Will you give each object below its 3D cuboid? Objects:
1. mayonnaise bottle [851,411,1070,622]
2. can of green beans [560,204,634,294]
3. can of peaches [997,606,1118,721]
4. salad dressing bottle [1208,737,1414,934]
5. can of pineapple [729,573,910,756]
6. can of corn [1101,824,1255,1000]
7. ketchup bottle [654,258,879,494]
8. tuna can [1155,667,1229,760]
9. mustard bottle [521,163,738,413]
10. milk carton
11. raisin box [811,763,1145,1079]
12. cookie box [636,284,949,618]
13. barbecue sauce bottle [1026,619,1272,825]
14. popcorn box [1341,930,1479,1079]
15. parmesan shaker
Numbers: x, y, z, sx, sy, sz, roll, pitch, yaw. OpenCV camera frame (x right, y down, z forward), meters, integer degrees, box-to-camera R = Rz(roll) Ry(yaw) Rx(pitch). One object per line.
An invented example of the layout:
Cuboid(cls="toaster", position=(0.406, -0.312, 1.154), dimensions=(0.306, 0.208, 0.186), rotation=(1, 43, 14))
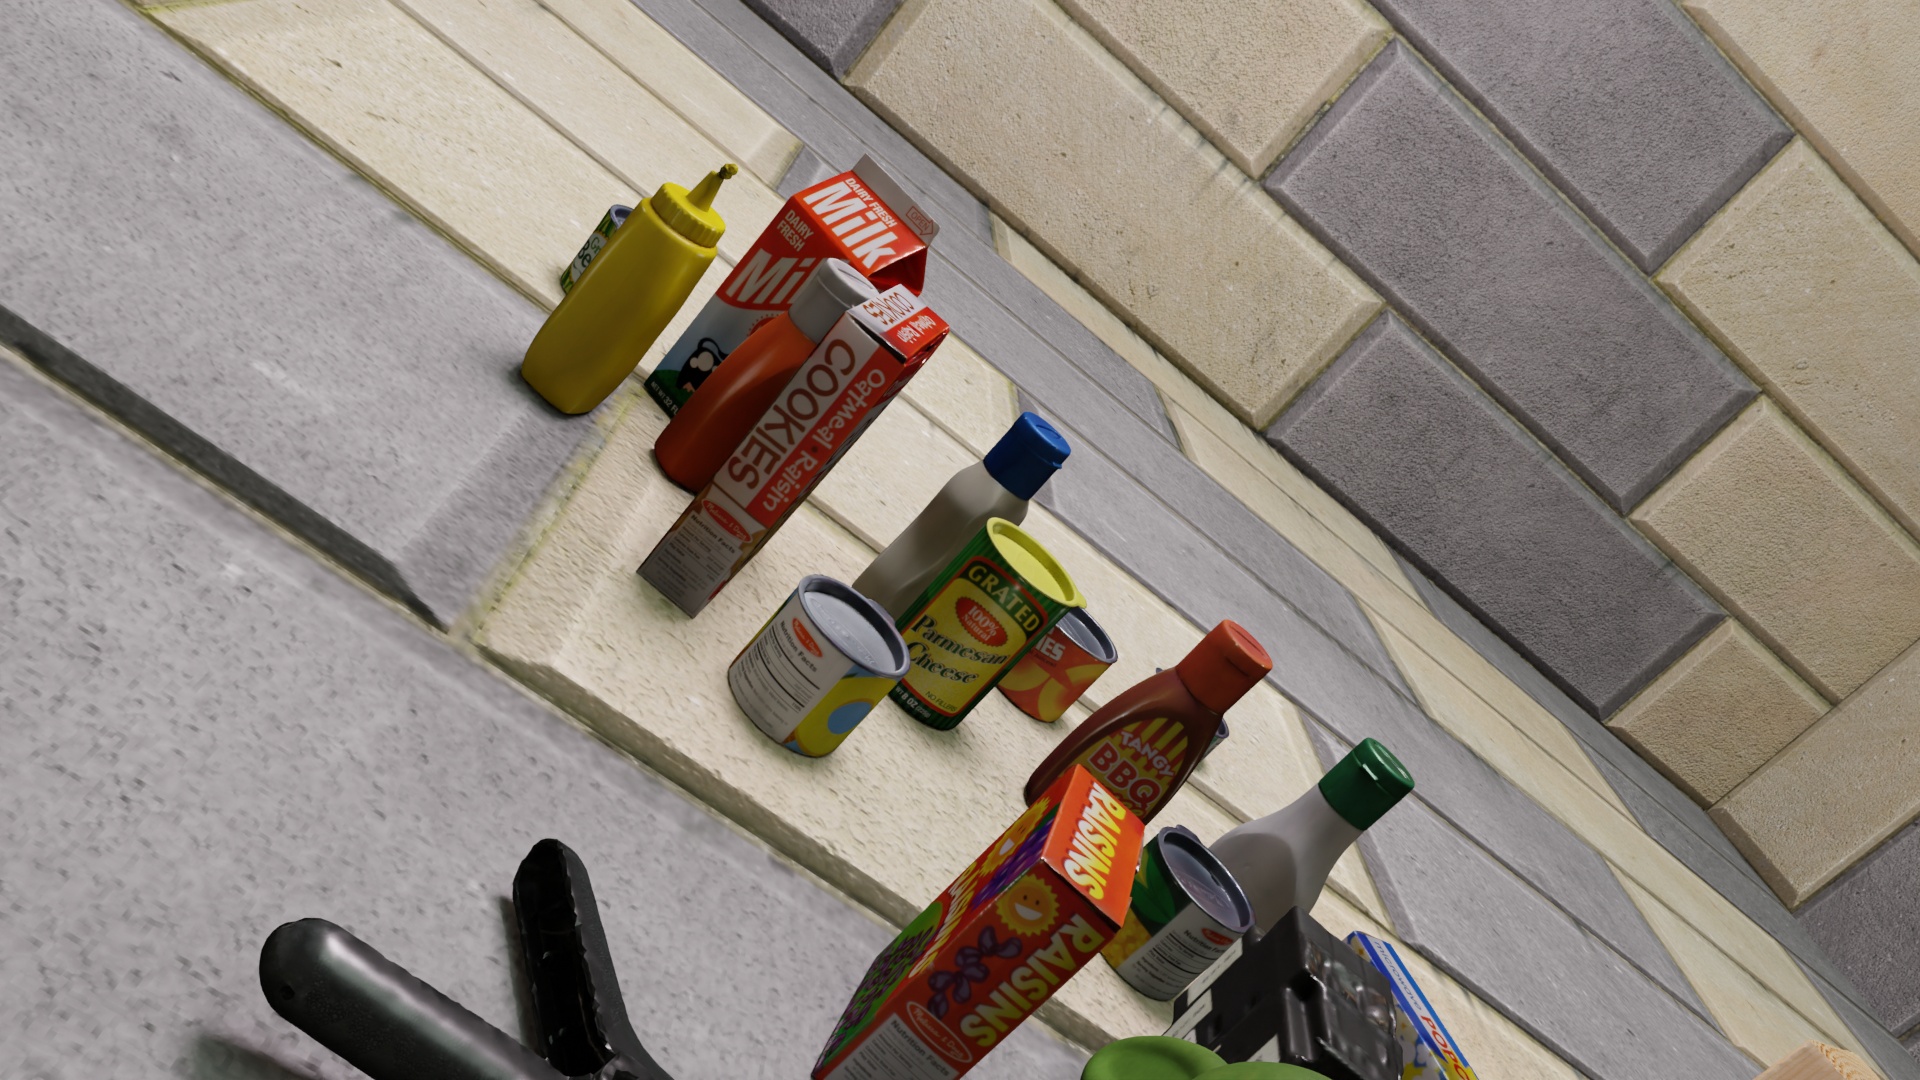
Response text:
Cuboid(cls="mayonnaise bottle", position=(0.003, -0.010, 0.810), dimensions=(0.041, 0.147, 0.065), rotation=(51, 19, 25))
Cuboid(cls="can of green beans", position=(-0.210, -0.169, 0.881), dimensions=(0.071, 0.057, 0.071), rotation=(37, 18, -15))
Cuboid(cls="can of peaches", position=(0.054, 0.071, 0.875), dimensions=(0.071, 0.058, 0.071), rotation=(37, 18, -15))
Cuboid(cls="salad dressing bottle", position=(0.187, 0.172, 0.775), dimensions=(0.064, 0.147, 0.044), rotation=(52, 20, 28))
Cuboid(cls="can of pineapple", position=(-0.065, 0.059, 0.656), dimensions=(0.071, 0.057, 0.071), rotation=(37, 18, -15))
Cuboid(cls="can of corn", position=(0.106, 0.189, 0.712), dimensions=(0.071, 0.058, 0.071), rotation=(37, 18, -15))
Cuboid(cls="ketchup bottle", position=(-0.103, -0.088, 0.768), dimensions=(0.065, 0.148, 0.044), rotation=(21, 27, -49))
Cuboid(cls="tuna can", position=(0.157, 0.126, 1.002), dimensions=(0.071, 0.032, 0.071), rotation=(37, 19, -15))
Cuboid(cls="mustard bottle", position=(-0.168, -0.139, 0.732), dimensions=(0.049, 0.159, 0.065), rotation=(40, 18, -6))
Cuboid(cls="milk carton", position=(-0.094, -0.136, 0.829), dimensions=(0.072, 0.190, 0.073), rotation=(47, 18, 15))
Cuboid(cls="raisin box", position=(0.010, 0.148, 0.504), dimensions=(0.040, 0.123, 0.086), rotation=(43, 18, 2))
Cuboid(cls="cookie box", position=(-0.079, -0.049, 0.698), dimensions=(0.040, 0.167, 0.123), rotation=(41, 18, -4))
Cuboid(cls="barbecue sauce bottle", position=(0.105, 0.106, 0.755), dimensions=(0.065, 0.148, 0.044), rotation=(41, 18, -5))
Cuboid(cls="popcorn box", position=(0.206, 0.271, 0.688), dimensions=(0.038, 0.085, 0.127), rotation=(29, 22, -37))
Cuboid(cls="parmesan shaker", position=(0.009, 0.048, 0.761), dimensions=(0.071, 0.103, 0.071), rotation=(37, 18, -15))
